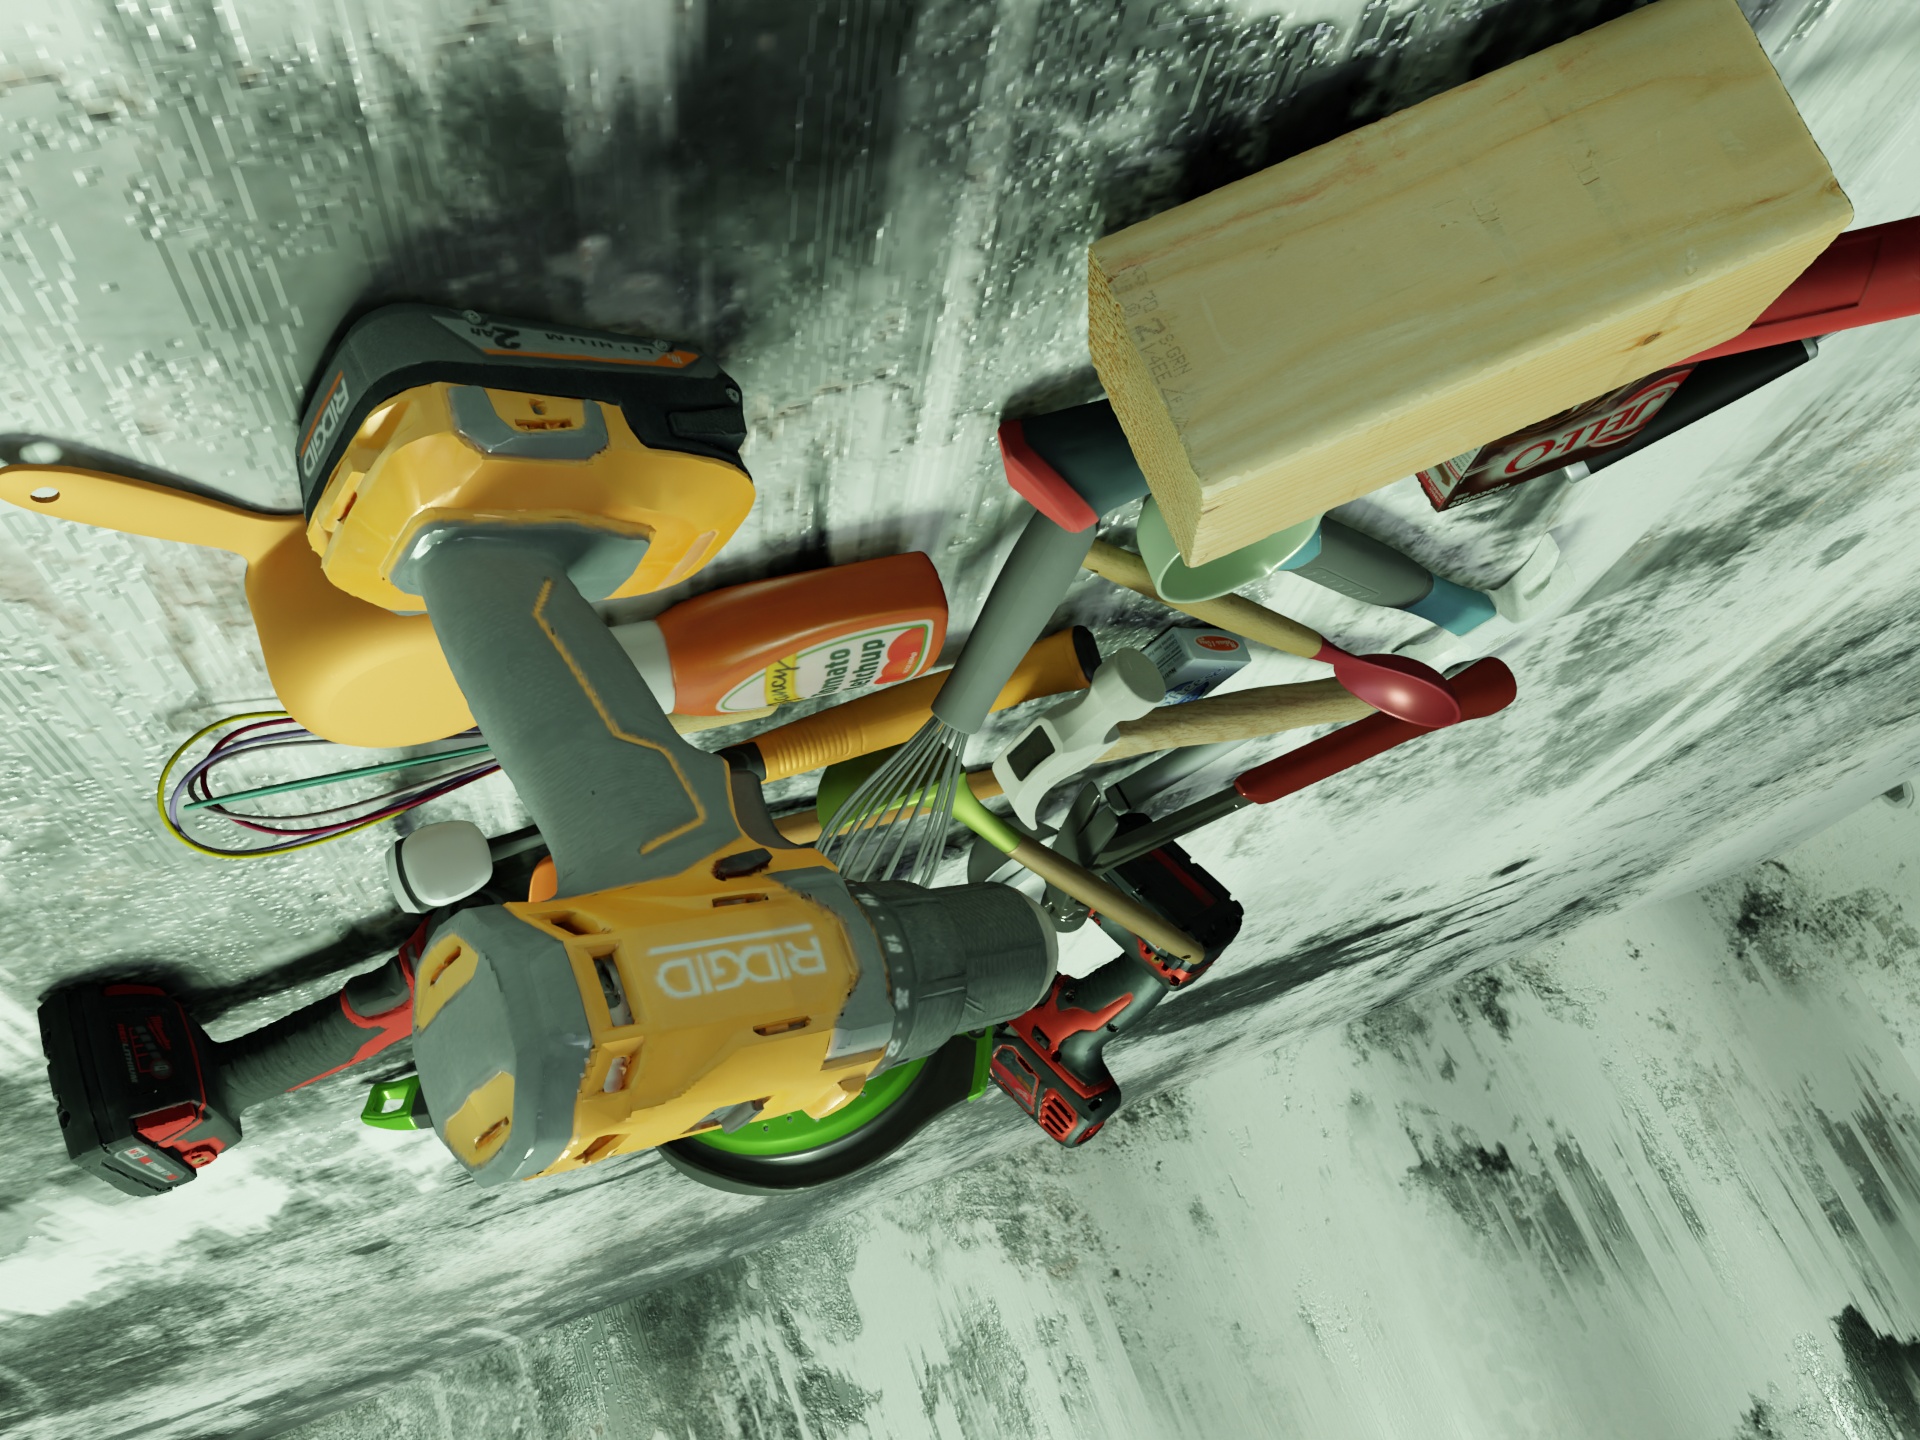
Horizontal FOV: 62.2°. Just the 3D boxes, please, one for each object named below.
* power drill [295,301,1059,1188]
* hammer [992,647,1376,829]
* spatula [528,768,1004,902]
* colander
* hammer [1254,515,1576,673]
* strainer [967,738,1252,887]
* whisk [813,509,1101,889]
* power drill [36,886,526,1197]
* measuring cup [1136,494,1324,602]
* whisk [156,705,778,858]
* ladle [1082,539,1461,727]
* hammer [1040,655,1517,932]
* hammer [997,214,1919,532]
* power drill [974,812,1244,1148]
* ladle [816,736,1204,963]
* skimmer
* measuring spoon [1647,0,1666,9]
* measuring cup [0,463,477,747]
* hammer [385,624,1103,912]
[{"bbox_3d":[-0.074,0.002,0.444,0.185,0.226,0.084,-2,151,-43],"label":"power drill"},{"bbox_3d":[0.138,0.000,0.857,0.331,0.031,0.130,-8,154,-49],"label":"hammer"},{"bbox_3d":[-0.079,0.062,0.841,0.322,0.041,0.081,-12,128,-32],"label":"spatula"},{"bbox_3d":[-0.183,0.182,0.949,0.397,0.205,0.094,-9,125,7],"label":"colander"},{"bbox_3d":[0.235,-0.072,0.853,0.128,0.033,0.330,-34,156,29],"label":"hammer"},{"bbox_3d":[0.090,0.052,0.995,0.258,0.050,0.086,-30,165,2],"label":"strainer"},{"bbox_3d":[0.000,-0.002,0.666,0.055,0.055,0.239,6,119,-52],"label":"whisk"},{"bbox_3d":[-0.305,0.143,0.764,0.219,0.079,0.143,-19,159,-18],"label":"power drill"},{"bbox_3d":[0.148,-0.110,0.671,0.167,0.038,0.083,-34,157,21],"label":"measuring cup"},{"bbox_3d":[-0.177,0.006,0.615,0.245,0.047,0.051,-13,169,-35],"label":"whisk"},{"bbox_3d":[0.159,-0.043,0.794,0.315,0.031,0.069,16,175,-43],"label":"ladle"},{"bbox_3d":[0.214,0.027,1.008,0.359,0.037,0.149,-22,153,-22],"label":"hammer"},{"bbox_3d":[0.201,-0.149,0.576,0.386,0.143,0.038,-12,174,2],"label":"hammer"},{"bbox_3d":[0.071,0.169,1.119,0.080,0.188,0.226,-18,146,-53],"label":"power drill"},{"bbox_3d":[0.044,0.086,0.870,0.078,0.062,0.319,-26,139,31],"label":"ladle"},{"bbox_3d":[0.469,-0.183,0.745,0.363,0.090,0.127,-28,-170,19],"label":"skimmer"},{"bbox_3d":[0.213,-0.231,0.482,0.042,0.021,0.128,-29,168,33],"label":"measuring spoon"},{"bbox_3d":[-0.198,-0.033,0.475,0.095,0.052,0.173,-32,159,22],"label":"measuring cup"},{"bbox_3d":[-0.085,0.017,0.711,0.337,0.034,0.127,-18,180,-24],"label":"hammer"}]
